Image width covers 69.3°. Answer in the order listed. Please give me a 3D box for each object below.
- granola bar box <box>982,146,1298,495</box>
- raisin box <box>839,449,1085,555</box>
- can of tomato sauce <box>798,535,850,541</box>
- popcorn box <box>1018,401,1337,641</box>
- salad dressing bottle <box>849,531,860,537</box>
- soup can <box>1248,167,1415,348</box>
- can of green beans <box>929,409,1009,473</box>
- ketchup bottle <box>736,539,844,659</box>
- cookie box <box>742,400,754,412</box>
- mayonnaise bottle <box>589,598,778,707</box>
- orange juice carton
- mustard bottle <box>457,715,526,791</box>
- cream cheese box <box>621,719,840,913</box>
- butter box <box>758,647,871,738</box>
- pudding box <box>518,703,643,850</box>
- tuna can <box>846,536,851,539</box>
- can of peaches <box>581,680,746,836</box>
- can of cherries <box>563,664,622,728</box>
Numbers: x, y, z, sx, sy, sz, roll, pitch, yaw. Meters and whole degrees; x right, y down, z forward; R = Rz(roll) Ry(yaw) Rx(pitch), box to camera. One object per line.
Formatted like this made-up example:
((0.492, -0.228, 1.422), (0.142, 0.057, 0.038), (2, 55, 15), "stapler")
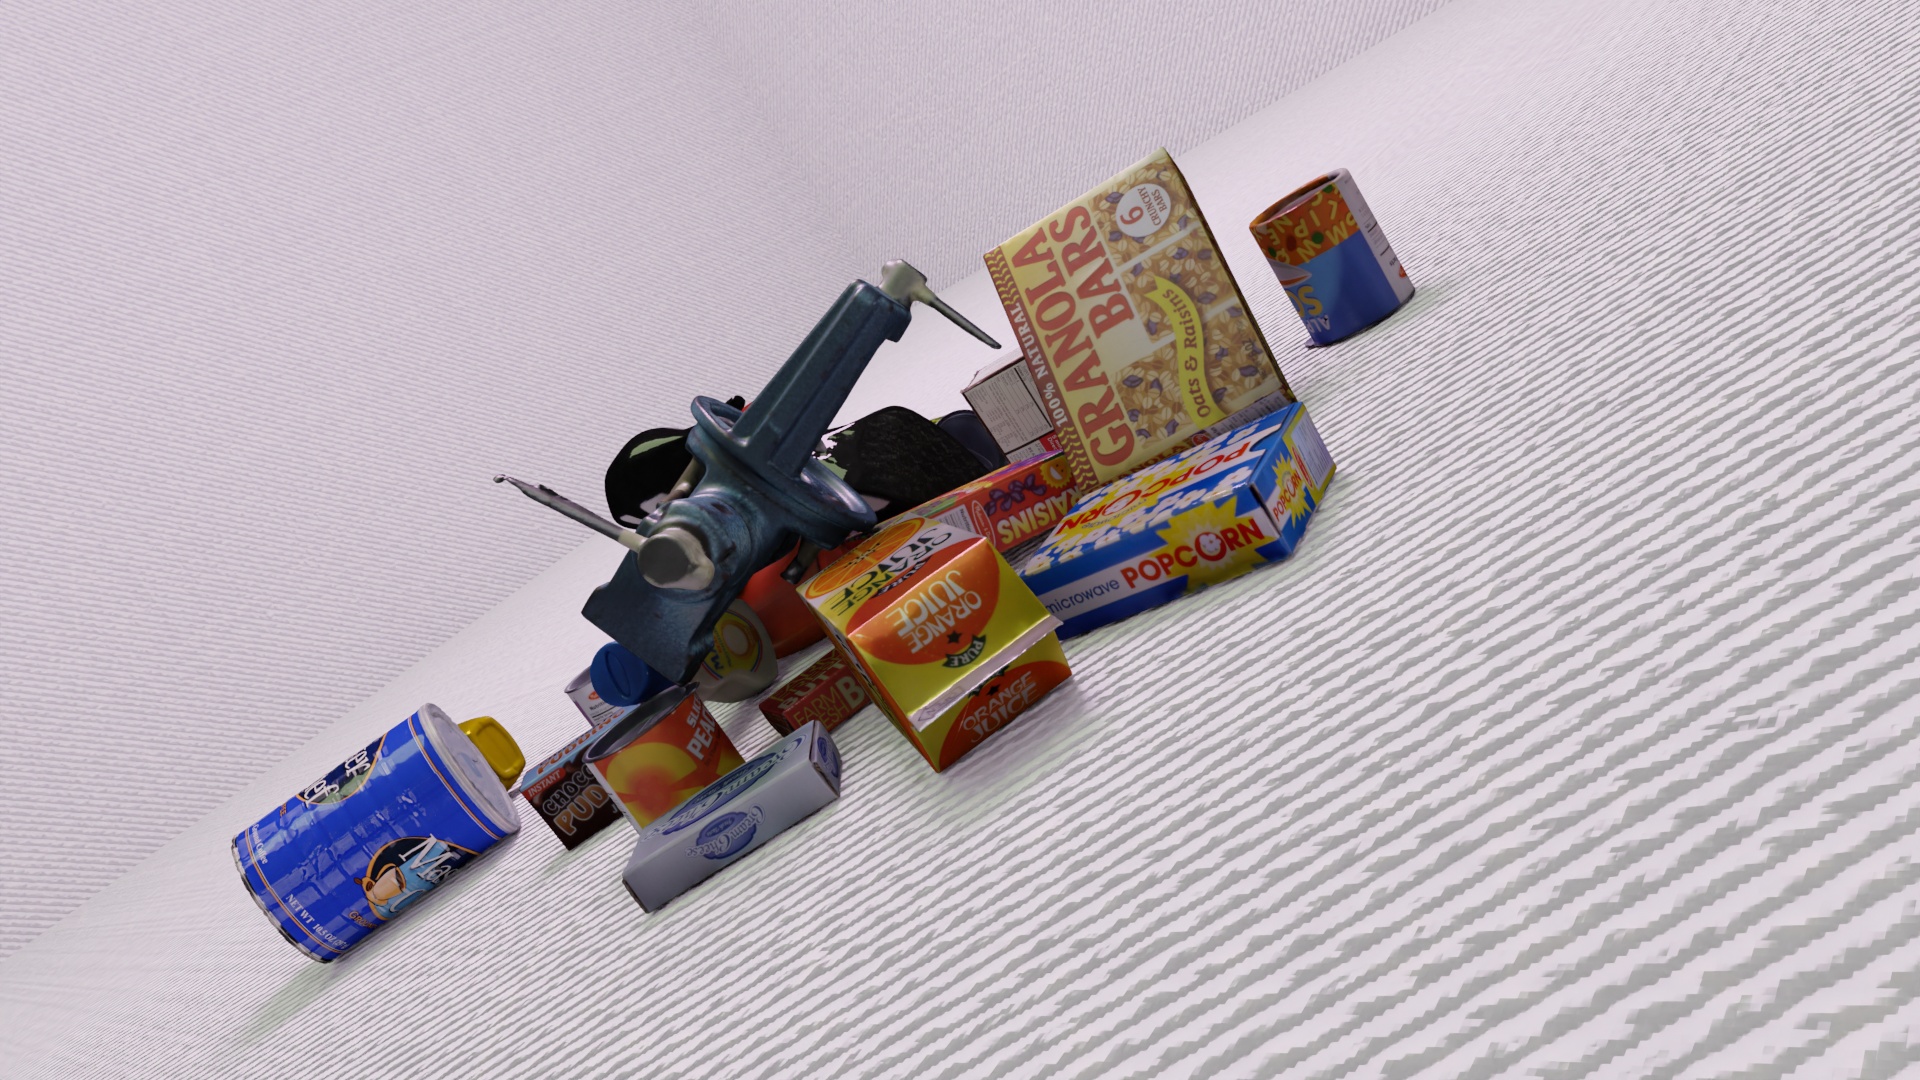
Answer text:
((0.098, -0.120, 0.783), (0.124, 0.166, 0.039), (-28, -24, 18), "granola bar box")
((0.003, -0.010, 0.807), (0.124, 0.040, 0.086), (-25, 6, -28), "raisin box")
((-0.120, -0.002, 1.036), (0.071, 0.083, 0.071), (-31, 12, 8), "can of tomato sauce")
((0.096, -0.008, 0.621), (0.126, 0.038, 0.085), (-24, 14, 37), "popcorn box")
((-0.076, -0.023, 1.074), (0.044, 0.064, 0.148), (-43, 21, -9), "salad dressing bottle")
((0.217, -0.166, 0.824), (0.071, 0.083, 0.071), (-32, 12, 8), "soup can")
((-0.007, -0.059, 1.012), (0.071, 0.071, 0.057), (-38, 12, -23), "can of green beans")
((-0.131, 0.052, 0.918), (0.148, 0.065, 0.043), (-31, -32, 28), "ketchup bottle")
((-0.178, -0.017, 0.980), (0.122, 0.040, 0.168), (-26, 35, 44), "cookie box")
((-0.160, 0.070, 0.813), (0.041, 0.065, 0.148), (-29, -7, 17), "mayonnaise bottle")
((-0.012, 0.042, 0.618), (0.072, 0.073, 0.193), (-35, 13, -9), "orange juice carton")
((-0.400, 0.193, 1.042), (0.160, 0.065, 0.049), (-35, 5, 19), "mustard bottle")
((-0.104, 0.125, 0.639), (0.104, 0.024, 0.053), (-32, 13, 4), "cream cheese box")
((-0.055, 0.068, 0.738), (0.104, 0.024, 0.053), (-37, 12, -20), "butter box")
((-0.206, 0.134, 0.805), (0.084, 0.049, 0.030), (-34, 13, -5), "pudding box")
((-0.091, 0.028, 0.964), (0.071, 0.032, 0.071), (-31, 12, 8), "tuna can")
((-0.149, 0.115, 0.716), (0.071, 0.058, 0.071), (-31, 12, 7), "can of peaches")
((-0.224, 0.104, 0.947), (0.071, 0.058, 0.072), (-33, 12, 8), "can of cherries")
